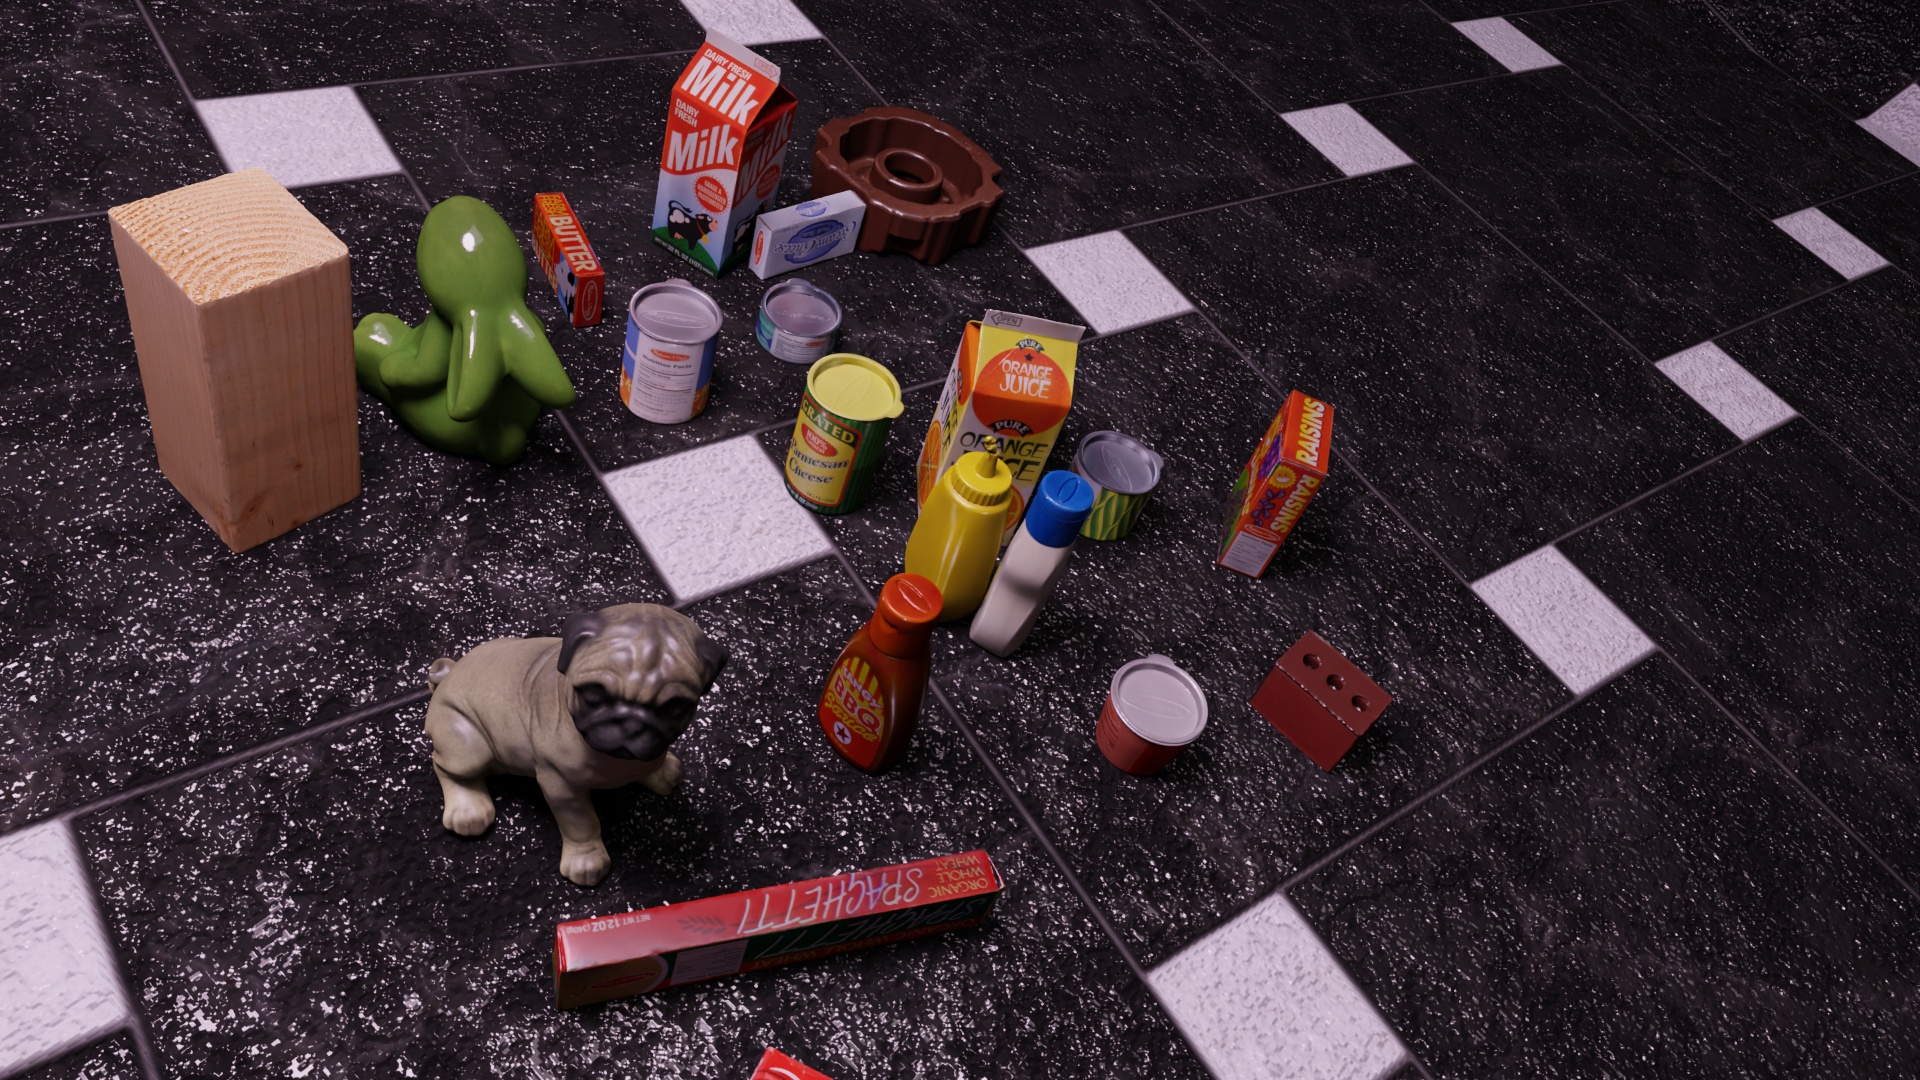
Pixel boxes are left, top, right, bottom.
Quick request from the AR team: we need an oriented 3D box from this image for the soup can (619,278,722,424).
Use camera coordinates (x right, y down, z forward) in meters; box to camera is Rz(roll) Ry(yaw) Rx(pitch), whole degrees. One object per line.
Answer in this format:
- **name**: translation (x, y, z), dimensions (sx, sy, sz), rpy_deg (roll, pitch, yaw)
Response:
- **soup can**: translation (-0.214, -0.139, 1.025), dimensions (0.071, 0.083, 0.072), rpy_deg (11, 47, -11)

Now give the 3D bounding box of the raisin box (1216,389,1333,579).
- **raisin box**: translation (0.244, -0.043, 1.081), dimensions (0.040, 0.122, 0.086), rpy_deg (22, 46, 0)

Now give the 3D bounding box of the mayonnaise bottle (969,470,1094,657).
- **mayonnaise bottle**: translation (0.049, 0.014, 0.940), dimensions (0.041, 0.147, 0.065), rpy_deg (30, 46, 7)

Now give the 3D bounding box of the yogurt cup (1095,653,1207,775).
- **yogurt cup**: translation (0.125, 0.122, 0.937), dimensions (0.072, 0.053, 0.073), rpy_deg (11, 47, -11)

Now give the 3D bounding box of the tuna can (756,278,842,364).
- **tuna can**: translation (-0.131, -0.178, 1.125), dimensions (0.071, 0.032, 0.071), rpy_deg (11, 47, -11)

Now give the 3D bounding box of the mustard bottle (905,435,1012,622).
- **mustard bottle**: translation (0.003, -0.012, 0.938), dimensions (0.049, 0.159, 0.065), rpy_deg (-6, 52, -25)

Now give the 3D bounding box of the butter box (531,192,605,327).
- **butter box**: translation (-0.307, -0.220, 1.084), dimensions (0.024, 0.052, 0.104), rpy_deg (-13, 55, -30)

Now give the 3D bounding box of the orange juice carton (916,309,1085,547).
- **orange juice carton**: translation (0.026, -0.087, 0.991), dimensions (0.072, 0.191, 0.073), rpy_deg (9, 47, -13)

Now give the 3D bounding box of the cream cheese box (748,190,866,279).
- **cream cheese box**: translation (-0.131, -0.261, 1.187), dimensions (0.104, 0.053, 0.024), rpy_deg (-27, 63, -36)

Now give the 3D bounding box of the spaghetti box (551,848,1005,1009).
- **spaghetti box**: translation (-0.097, 0.214, 0.773), dimensions (0.251, 0.049, 0.029), rpy_deg (-5, 52, -24)

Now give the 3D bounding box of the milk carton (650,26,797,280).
- **milk carton**: translation (-0.189, -0.312, 1.116), dimensions (0.072, 0.189, 0.074), rpy_deg (32, 47, 9)

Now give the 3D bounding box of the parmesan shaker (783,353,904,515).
- **parmesan shaker**: translation (-0.085, -0.073, 1.000), dimensions (0.071, 0.102, 0.072), rpy_deg (11, 47, -11)

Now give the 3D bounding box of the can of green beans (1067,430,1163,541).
- **can of green beans**: translation (0.113, -0.042, 1.077), dimensions (0.071, 0.057, 0.071), rpy_deg (11, 47, -11)

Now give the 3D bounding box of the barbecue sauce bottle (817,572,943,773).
- **barbecue sauce bottle**: translation (-0.046, 0.079, 0.846), dimensions (0.044, 0.147, 0.065), rpy_deg (-29, 64, -37)
